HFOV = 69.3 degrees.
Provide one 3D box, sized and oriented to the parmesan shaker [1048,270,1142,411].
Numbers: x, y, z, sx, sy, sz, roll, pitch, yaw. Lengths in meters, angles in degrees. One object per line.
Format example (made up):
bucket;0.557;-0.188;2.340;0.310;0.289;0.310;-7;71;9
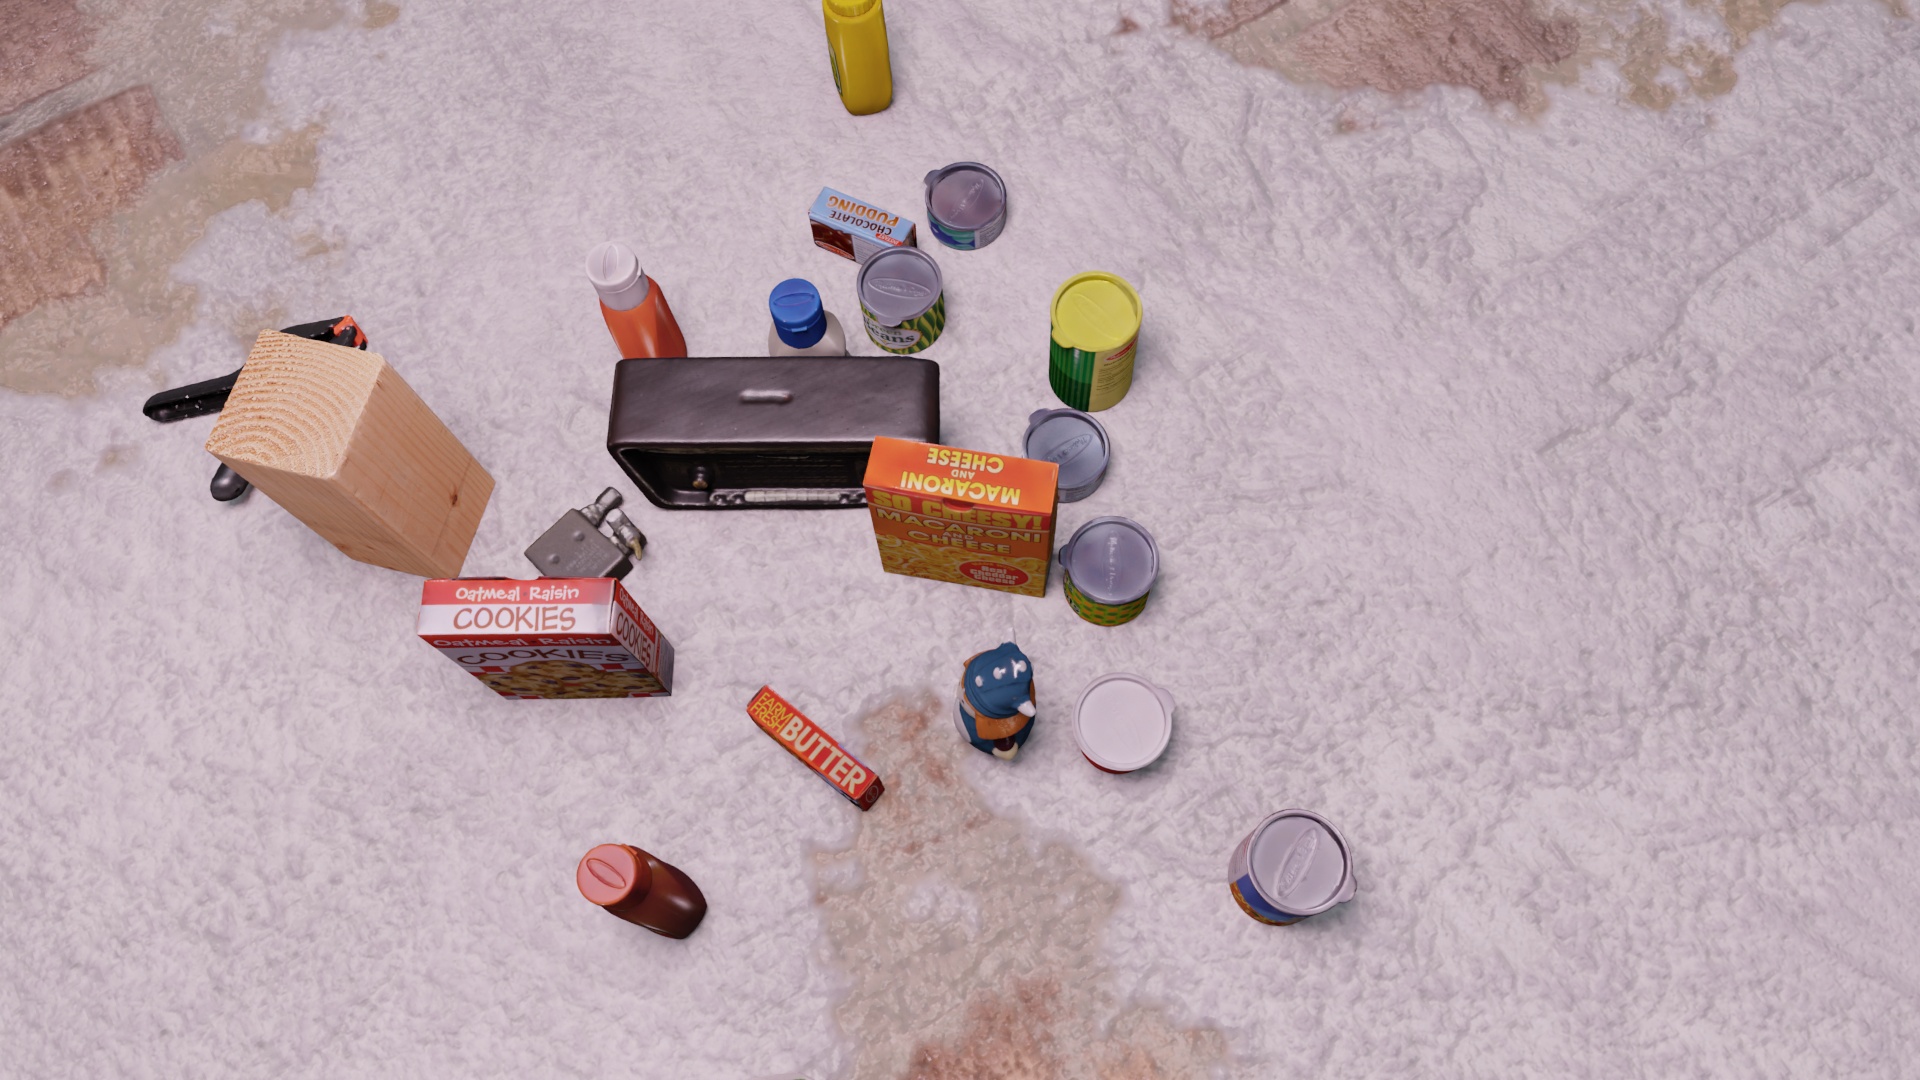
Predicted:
parmesan shaker;0.097;-0.145;1.041;0.071;0.102;0.071;-1;69;2

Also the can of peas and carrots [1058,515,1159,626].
can of peas and carrots;0.105;0.023;1.000;0.071;0.058;0.071;-1;69;2

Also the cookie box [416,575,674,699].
cookie box;-0.273;0.068;0.936;0.123;0.167;0.040;-1;70;2

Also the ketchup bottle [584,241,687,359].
ketchup bottle;-0.241;-0.168;1.036;0.043;0.148;0.065;-2;69;1

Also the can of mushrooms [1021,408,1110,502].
can of mushrooms;0.077;-0.065;1.048;0.071;0.033;0.071;-1;69;2

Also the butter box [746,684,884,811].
butter box;-0.101;0.145;0.962;0.103;0.053;0.024;36;75;14

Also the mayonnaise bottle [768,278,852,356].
mayonnaise bottle;-0.111;-0.140;1.021;0.065;0.147;0.041;-9;70;-2

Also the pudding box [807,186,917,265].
pudding box;-0.078;-0.246;1.113;0.084;0.049;0.030;24;72;10

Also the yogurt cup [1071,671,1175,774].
yogurt cup;0.110;0.130;0.961;0.072;0.053;0.072;-1;69;2

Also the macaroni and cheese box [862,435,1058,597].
macaroni and cheese box;0.003;-0.012;0.959;0.124;0.166;0.040;9;70;5

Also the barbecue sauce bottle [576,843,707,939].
barbecue sauce bottle;-0.206;0.221;0.886;0.065;0.148;0.044;31;74;13

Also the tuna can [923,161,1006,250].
tuna can;0.003;-0.273;1.130;0.071;0.032;0.071;-1;69;2

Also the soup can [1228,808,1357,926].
soup can;0.216;0.217;0.908;0.071;0.083;0.071;-1;69;2

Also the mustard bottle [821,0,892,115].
mustard bottle;-0.085;-0.412;1.118;0.049;0.159;0.065;-14;70;-3

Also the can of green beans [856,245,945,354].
can of green beans;-0.046;-0.187;1.085;0.071;0.057;0.071;-1;69;2
